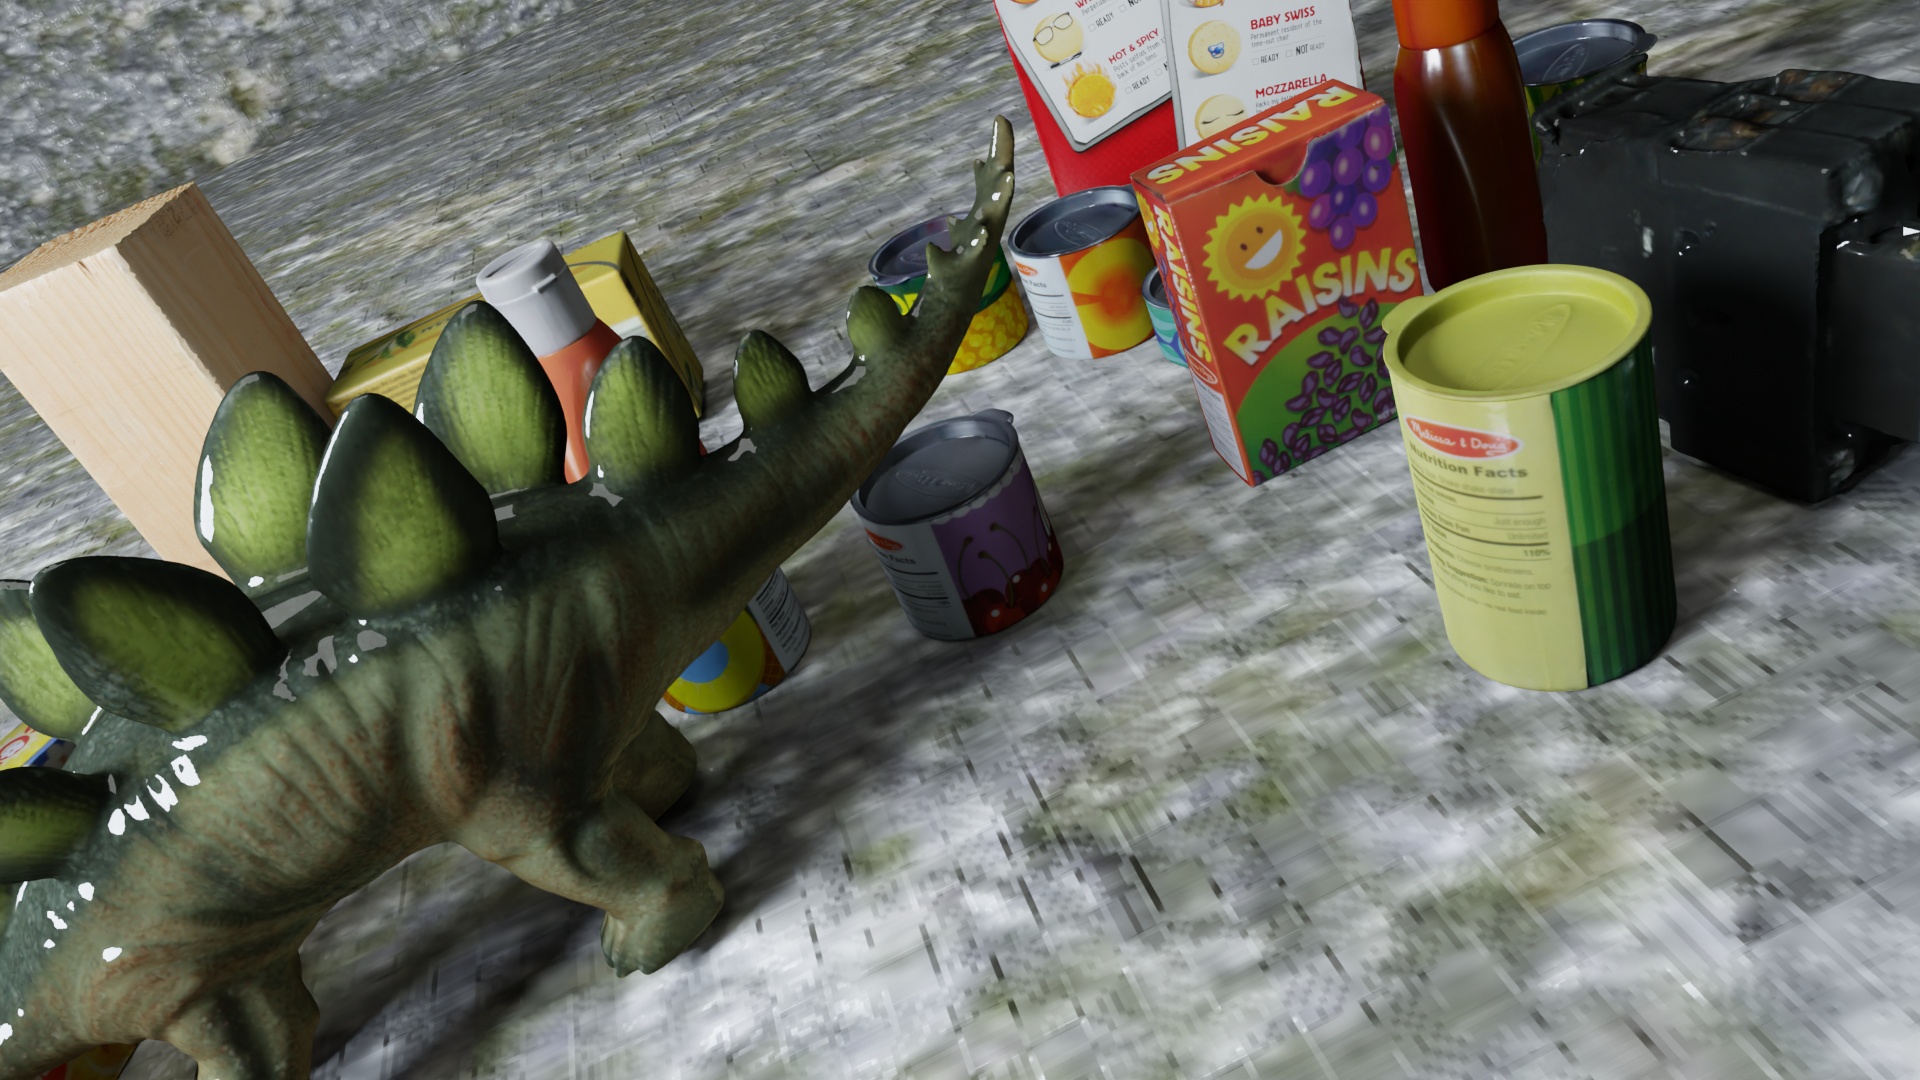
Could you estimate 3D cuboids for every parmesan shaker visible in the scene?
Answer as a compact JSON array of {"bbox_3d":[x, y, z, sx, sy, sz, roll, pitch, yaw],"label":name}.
[{"bbox_3d":[0.161,-0.017,0.395,0.071,0.102,0.072,-17,33,11],"label":"parmesan shaker"}]

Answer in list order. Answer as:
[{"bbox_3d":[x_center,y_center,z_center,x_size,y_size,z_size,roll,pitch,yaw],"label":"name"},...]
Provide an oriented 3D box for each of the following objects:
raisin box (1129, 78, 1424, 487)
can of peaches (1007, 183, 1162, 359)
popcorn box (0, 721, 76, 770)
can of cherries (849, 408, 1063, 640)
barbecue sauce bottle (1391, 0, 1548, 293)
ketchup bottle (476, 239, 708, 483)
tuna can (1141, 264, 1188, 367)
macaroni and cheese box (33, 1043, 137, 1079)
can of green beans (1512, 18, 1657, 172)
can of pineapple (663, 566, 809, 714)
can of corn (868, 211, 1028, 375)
[{"bbox_3d":[0.122,-0.093,0.510,0.086,0.123,0.040,-25,32,-2],"label":"raisin box"},{"bbox_3d":[0.065,-0.128,0.659,0.071,0.057,0.071,-17,33,11],"label":"can of peaches"},{"bbox_3d":[-0.330,0.090,0.566,0.038,0.085,0.127,-5,36,27],"label":"popcorn box"},{"bbox_3d":[0.002,-0.007,0.522,0.071,0.058,0.072,-17,33,11],"label":"can of cherries"},{"bbox_3d":[0.197,-0.165,0.545,0.044,0.148,0.065,-23,32,1],"label":"barbecue sauce bottle"},{"bbox_3d":[-0.160,-0.060,0.618,0.043,0.148,0.065,15,49,45],"label":"ketchup bottle"},{"bbox_3d":[0.117,-0.106,0.618,0.071,0.032,0.071,-17,33,11],"label":"tuna can"},{"bbox_3d":[-0.340,0.154,0.404,0.040,0.165,0.124,-15,33,15],"label":"macaroni and cheese box"},{"bbox_3d":[0.272,-0.192,0.621,0.071,0.057,0.071,-17,33,11],"label":"can of green beans"},{"bbox_3d":[-0.101,0.026,0.541,0.071,0.057,0.071,-17,33,11],"label":"can of pineapple"},{"bbox_3d":[-0.006,-0.122,0.696,0.071,0.058,0.071,-17,33,11],"label":"can of corn"}]
